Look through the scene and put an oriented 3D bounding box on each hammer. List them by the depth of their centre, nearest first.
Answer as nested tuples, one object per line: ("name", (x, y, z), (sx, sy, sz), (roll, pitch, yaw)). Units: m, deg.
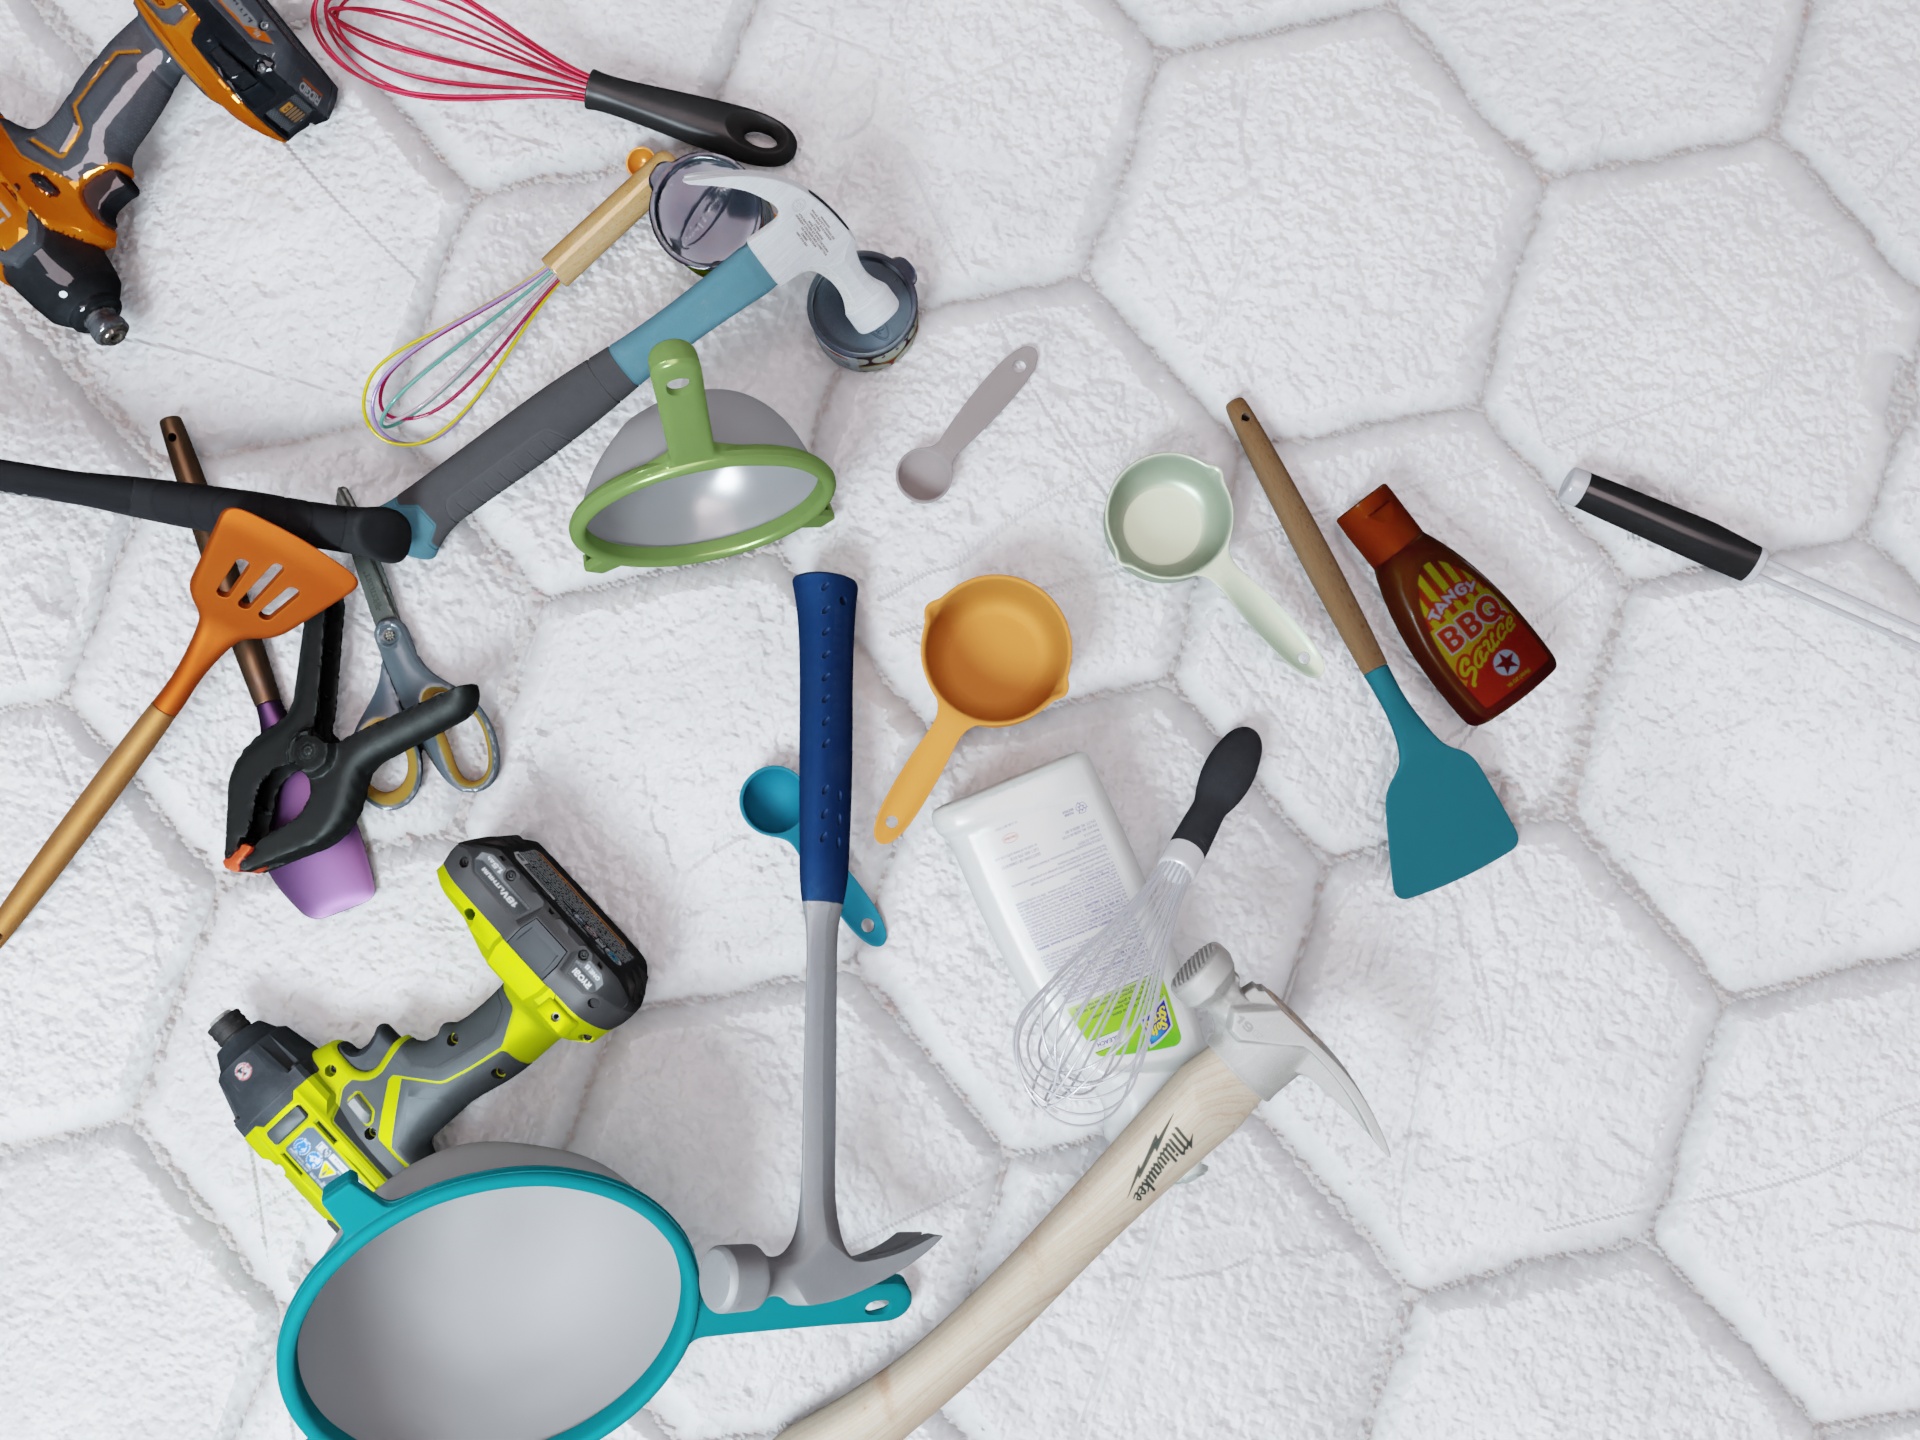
("hammer", (0.048, 0.314, 0.886), (0.146, 0.038, 0.410), (44, 97, -1))
("hammer", (-0.074, 0.115, 0.901), (0.144, 0.035, 0.406), (12, 72, -41))
("hammer", (-0.484, -0.128, 0.904), (0.334, 0.146, 0.035), (8, 86, -4))
("hammer", (-0.205, -0.196, 0.923), (0.331, 0.033, 0.128), (-34, 114, 9))

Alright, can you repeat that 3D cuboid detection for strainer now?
("strainer", (-0.146, -0.157, 0.847), (0.151, 0.256, 0.069), (-13, 77, -8))
("strainer", (-0.195, 0.304, 0.882), (0.340, 0.095, 0.211), (6, 113, -26))

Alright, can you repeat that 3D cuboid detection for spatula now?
("spatula", (-0.472, 0.015, 0.914), (0.081, 0.041, 0.322), (35, 98, -33))
("spatula", (-0.425, -0.033, 0.951), (0.060, 0.018, 0.316), (-20, 87, -3))
("spatula", (0.233, -0.051, 0.954), (0.082, 0.044, 0.317), (-25, 82, -1))

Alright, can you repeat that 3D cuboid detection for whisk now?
("whisk", (0.109, 0.101, 0.870), (0.070, 0.070, 0.285), (34, 53, 2))
("whisk", (-0.262, -0.256, 0.952), (0.245, 0.051, 0.047), (-44, 81, -2))
("whisk", (-0.243, -0.386, 0.961), (0.295, 0.073, 0.073), (15, 86, -6))

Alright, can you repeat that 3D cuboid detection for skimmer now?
("skimmer", (0.523, -0.057, 0.921), (0.363, 0.090, 0.127), (25, 118, 4))

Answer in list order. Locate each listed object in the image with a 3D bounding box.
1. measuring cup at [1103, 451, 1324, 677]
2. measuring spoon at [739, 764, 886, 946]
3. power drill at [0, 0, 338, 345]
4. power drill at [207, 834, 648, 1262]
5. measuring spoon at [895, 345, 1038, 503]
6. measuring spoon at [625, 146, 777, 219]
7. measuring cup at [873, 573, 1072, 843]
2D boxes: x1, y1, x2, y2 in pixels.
("measuring cup", (0.153, -0.086, 0.949), (0.083, 0.038, 0.167), (-44, 89, -3))
("measuring spoon", (-0.087, 0.083, 0.948), (0.042, 0.021, 0.128), (-38, 96, -20))
("power drill", (-0.489, -0.340, 0.944), (0.226, 0.084, 0.164), (-39, 88, 1))
("power drill", (-0.307, 0.176, 0.909), (0.223, 0.080, 0.171), (-43, 88, 0))
("measuring spoon", (0.006, -0.180, 0.968), (0.034, 0.018, 0.124), (39, 80, 3))
("measuring spoon", (-0.152, -0.319, 0.978), (0.117, 0.011, 0.021), (27, 98, -2))
("measuring cup", (-0.001, -0.003, 0.935), (0.095, 0.052, 0.173), (31, 88, 2))
